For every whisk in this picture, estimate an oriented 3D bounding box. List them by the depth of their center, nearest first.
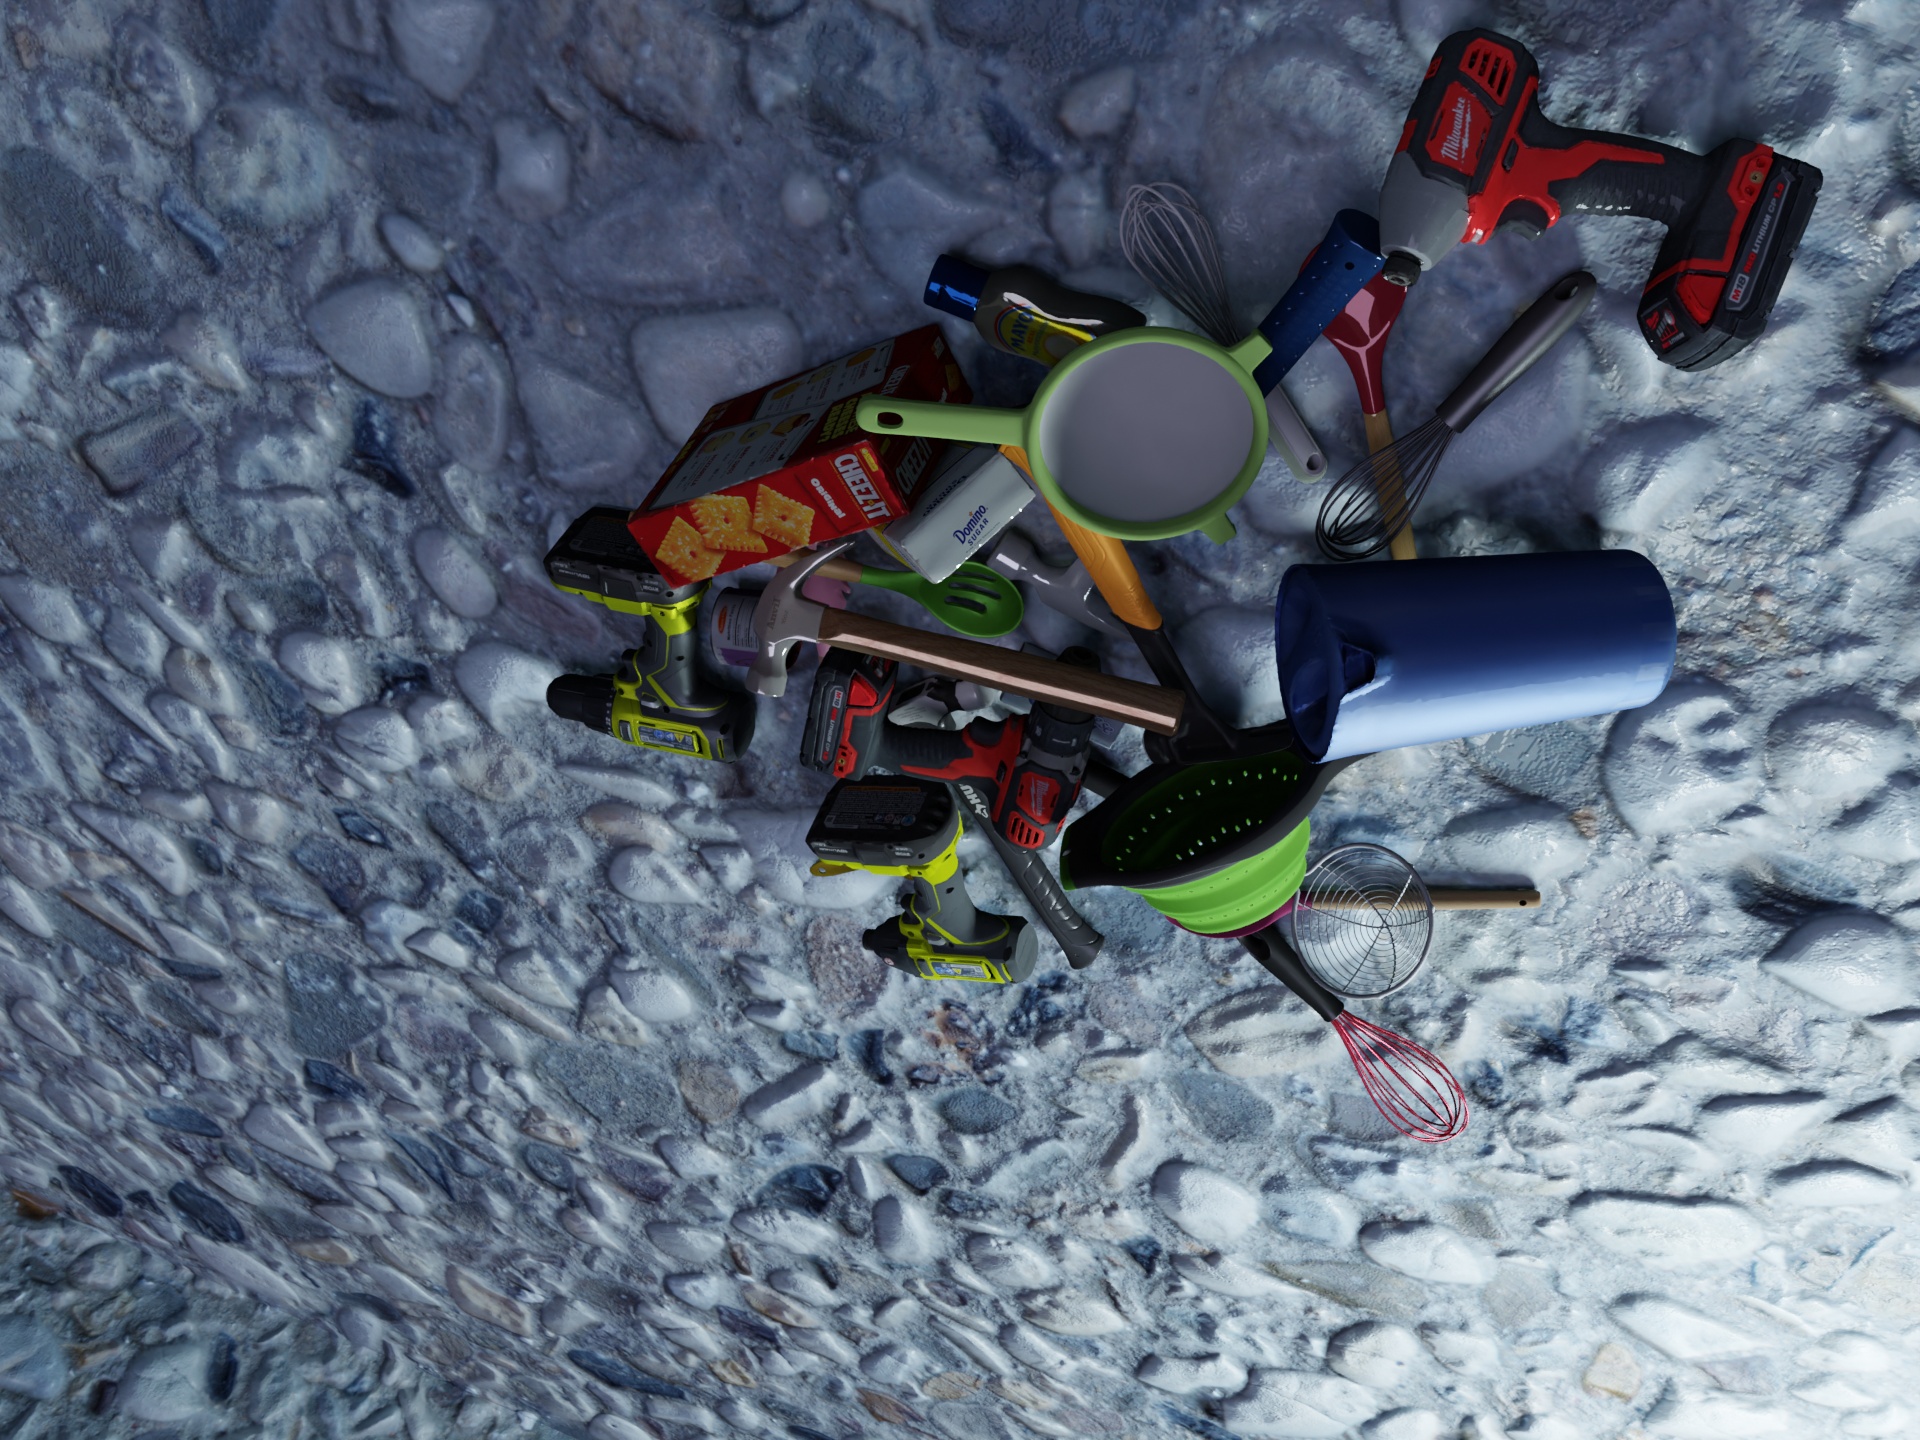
[{"bbox_3d":[0.318,-0.193,1.029,0.055,0.055,0.239,35,120,-10],"label":"whisk"},{"bbox_3d":[0.179,-0.252,1.054,0.246,0.058,0.059,50,170,-27],"label":"whisk"},{"bbox_3d":[0.351,0.275,1.434,0.295,0.073,0.073,44,131,-8],"label":"whisk"}]

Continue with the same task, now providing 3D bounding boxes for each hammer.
[{"bbox_3d":[0.162,-0.185,1.084,0.144,0.035,0.405,31,142,-7],"label":"hammer"},{"bbox_3d":[0.126,-0.092,1.156,0.127,0.034,0.336,-8,131,37],"label":"hammer"},{"bbox_3d":[0.006,-0.048,1.199,0.331,0.031,0.130,14,100,7],"label":"hammer"},{"bbox_3d":[0.034,0.102,1.422,0.146,0.035,0.334,-16,122,31],"label":"hammer"}]

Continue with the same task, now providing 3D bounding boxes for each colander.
[{"bbox_3d":[0.271,0.064,1.206,0.397,0.205,0.094,-24,109,15],"label":"colander"}]

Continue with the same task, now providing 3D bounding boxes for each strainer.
[{"bbox_3d":[0.064,-0.197,1.009,0.256,0.069,0.151,5,131,2],"label":"strainer"}]

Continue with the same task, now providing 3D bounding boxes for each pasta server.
[{"bbox_3d":[-0.112,-0.032,1.362,0.060,0.040,0.316,-4,131,1],"label":"pasta server"}]

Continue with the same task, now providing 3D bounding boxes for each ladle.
[{"bbox_3d":[0.287,-0.189,1.079,0.069,0.031,0.315,-8,127,20],"label":"ladle"}]

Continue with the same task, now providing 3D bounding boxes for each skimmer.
[{"bbox_3d":[0.212,0.104,1.310,0.363,0.090,0.127,27,102,3],"label":"skimmer"}]

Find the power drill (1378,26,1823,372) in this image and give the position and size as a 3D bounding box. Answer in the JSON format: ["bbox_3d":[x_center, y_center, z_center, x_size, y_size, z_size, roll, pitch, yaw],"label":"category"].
[{"bbox_3d":[0.348,-0.285,0.899,0.219,0.078,0.143,22,90,2],"label":"power drill"}]

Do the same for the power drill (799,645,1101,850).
[{"bbox_3d":[-0.002,-0.004,1.275,0.227,0.080,0.187,19,127,5],"label":"power drill"}]

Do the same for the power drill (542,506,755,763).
[{"bbox_3d":[-0.284,-0.067,1.375,0.190,0.080,0.228,11,134,13],"label":"power drill"}]

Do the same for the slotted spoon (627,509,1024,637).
[{"bbox_3d":[-0.102,-0.122,1.240,0.313,0.031,0.070,12,130,-10],"label":"slotted spoon"}]

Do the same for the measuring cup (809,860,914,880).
[{"bbox_3d":[-0.082,0.136,1.498,0.156,0.029,0.062,-15,122,28],"label":"measuring cup"}]

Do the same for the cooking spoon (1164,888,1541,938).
[{"bbox_3d":[0.327,0.154,1.359,0.319,0.017,0.068,-3,106,23],"label":"cooking spoon"}]

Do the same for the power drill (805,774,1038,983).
[{"bbox_3d":[-0.043,0.151,1.425,0.171,0.080,0.223,0,135,27],"label":"power drill"}]

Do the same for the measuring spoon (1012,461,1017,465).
[{"bbox_3d":[0.071,-0.207,1.136,0.034,0.018,0.124,39,155,-17],"label":"measuring spoon"}]
